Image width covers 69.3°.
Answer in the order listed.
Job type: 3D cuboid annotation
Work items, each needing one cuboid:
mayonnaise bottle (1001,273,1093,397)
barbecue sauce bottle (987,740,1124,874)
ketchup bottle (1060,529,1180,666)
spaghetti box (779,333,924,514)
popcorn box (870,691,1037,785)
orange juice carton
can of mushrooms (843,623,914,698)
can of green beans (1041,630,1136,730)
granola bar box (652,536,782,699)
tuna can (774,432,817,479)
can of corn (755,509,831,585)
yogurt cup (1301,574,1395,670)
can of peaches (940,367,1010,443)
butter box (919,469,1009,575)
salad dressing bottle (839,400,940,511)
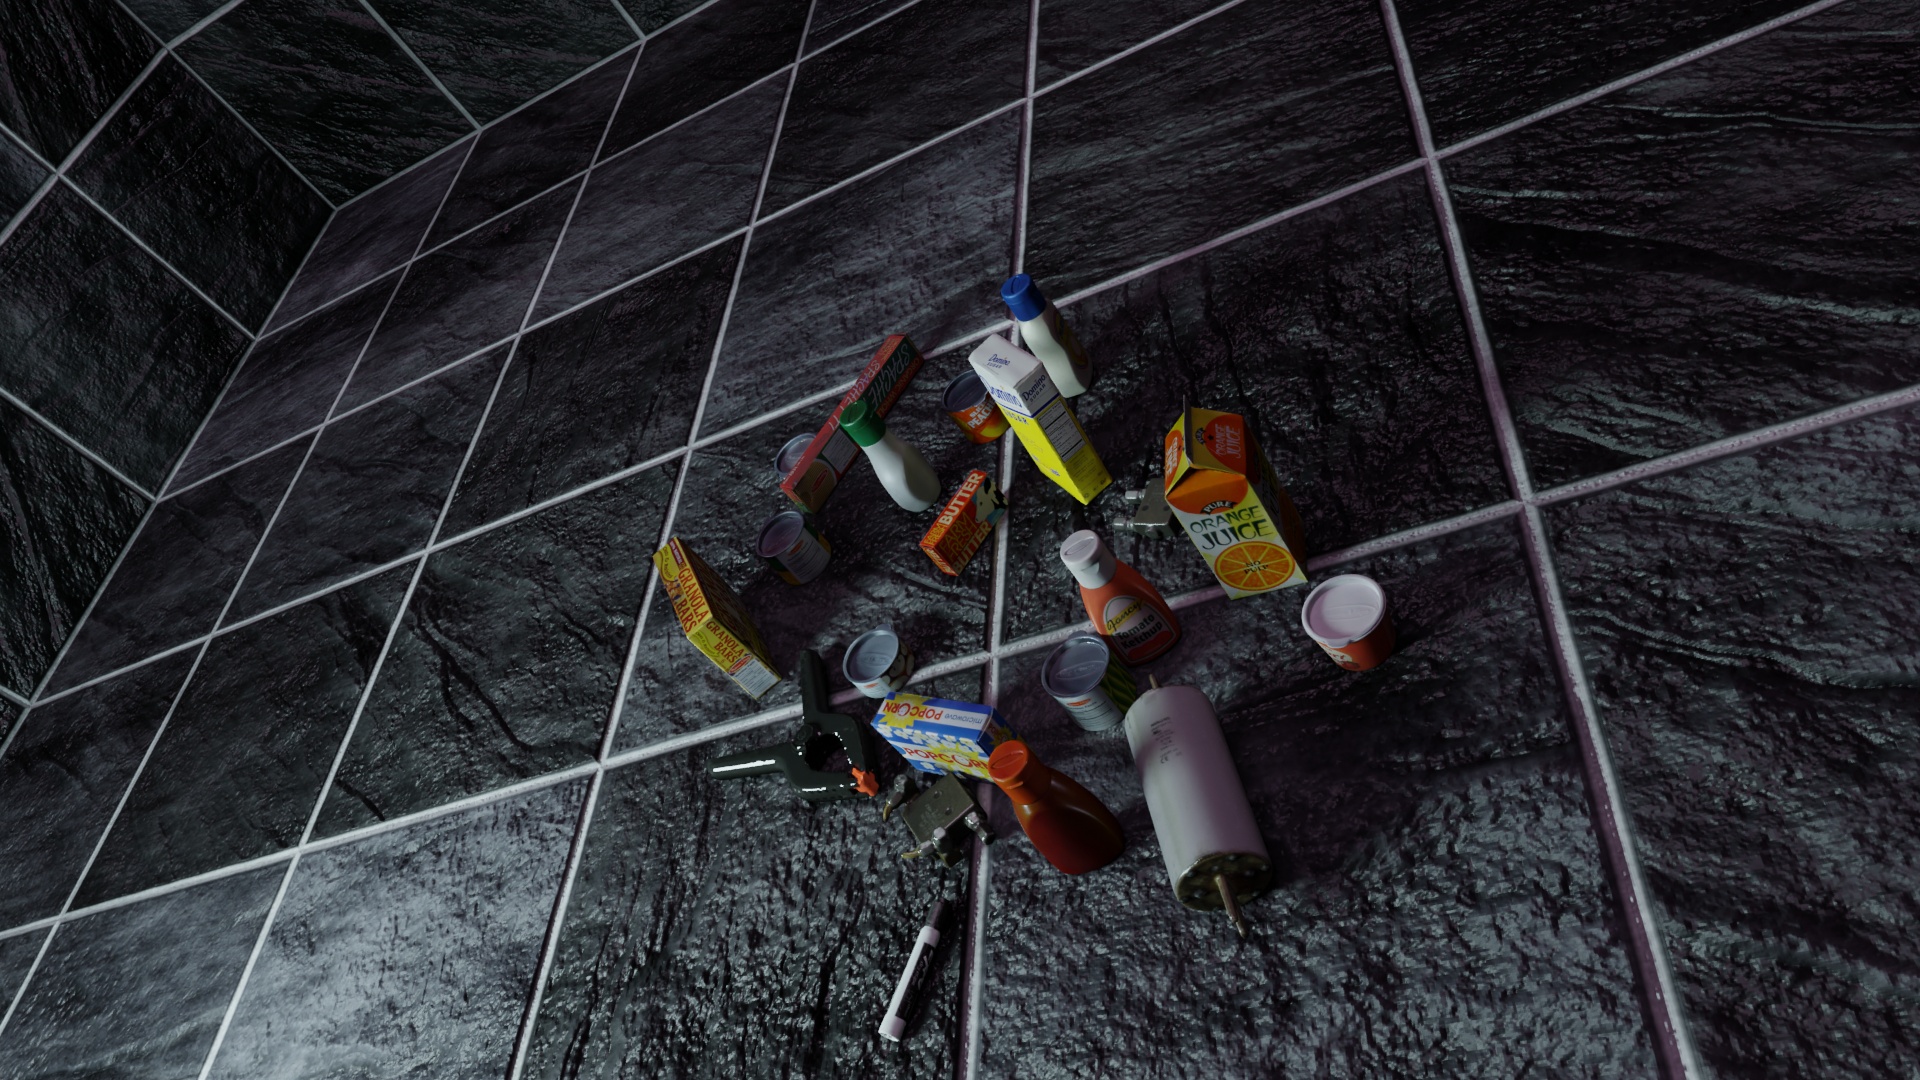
[{"bbox_3d":[0.094,-0.224,1.501,0.041,0.147,0.065,-16,45,26],"label":"mayonnaise bottle"},{"bbox_3d":[0.072,0.211,1.102,0.065,0.148,0.044,-27,41,16],"label":"barbecue sauce bottle"},{"bbox_3d":[0.135,0.048,1.209,0.064,0.148,0.044,-32,40,10],"label":"ketchup bottle"},{"bbox_3d":[-0.127,-0.143,1.674,0.028,0.050,0.251,12,61,44],"label":"spaghetti box"},{"bbox_3d":[-0.005,0.179,1.244,0.126,0.085,0.038,3,55,40],"label":"popcorn box"},{"bbox_3d":[0.228,-0.038,1.183,0.073,0.192,0.072,-16,44,26],"label":"orange juice carton"},{"bbox_3d":[-0.081,0.122,1.398,0.071,0.033,0.071,-21,42,21],"label":"can of mushrooms"},{"bbox_3d":[0.114,0.126,1.223,0.071,0.057,0.071,-21,42,21],"label":"can of green beans"},{"bbox_3d":[-0.265,0.082,1.507,0.039,0.124,0.166,-39,39,1],"label":"granola bar box"},{"bbox_3d":[-0.192,-0.094,1.691,0.071,0.032,0.071,-21,42,21],"label":"tuna can"},{"bbox_3d":[-0.189,0.007,1.572,0.071,0.058,0.071,-21,42,21],"label":"can of corn"},{"bbox_3d":[0.317,0.069,1.122,0.072,0.053,0.073,-21,42,21],"label":"yogurt cup"},{"bbox_3d":[0.021,-0.150,1.558,0.071,0.058,0.071,-21,42,21],"label":"can of peaches"},{"bbox_3d":[0.005,-0.018,1.449,0.024,0.053,0.104,16,64,46],"label":"butter box"},{"bbox_3d":[-0.076,-0.092,1.508,0.044,0.147,0.064,-12,46,30],"label":"salad dressing bottle"}]
